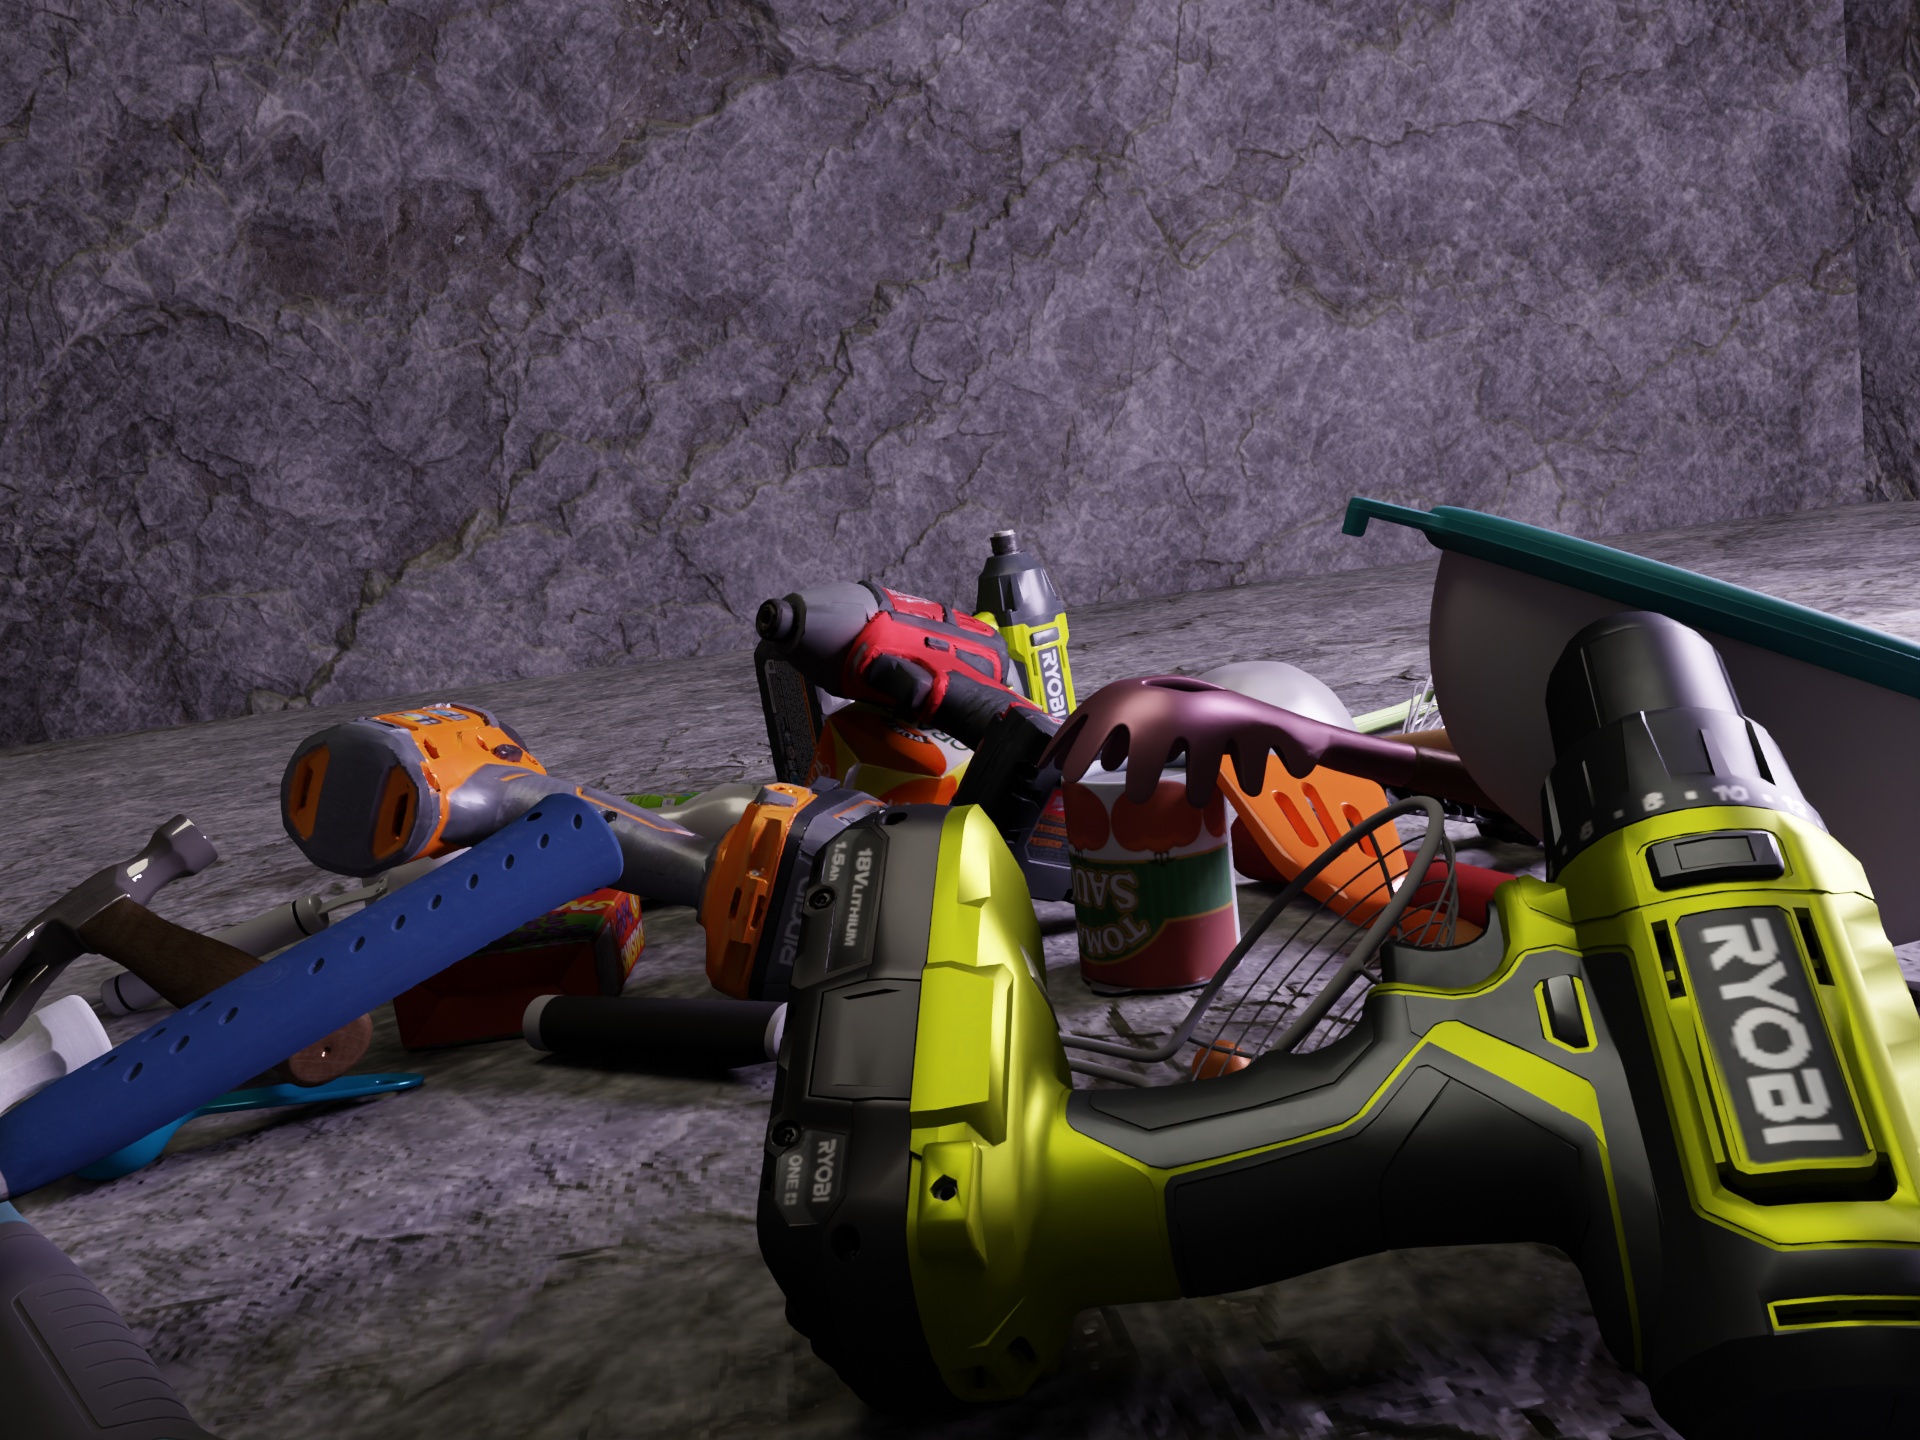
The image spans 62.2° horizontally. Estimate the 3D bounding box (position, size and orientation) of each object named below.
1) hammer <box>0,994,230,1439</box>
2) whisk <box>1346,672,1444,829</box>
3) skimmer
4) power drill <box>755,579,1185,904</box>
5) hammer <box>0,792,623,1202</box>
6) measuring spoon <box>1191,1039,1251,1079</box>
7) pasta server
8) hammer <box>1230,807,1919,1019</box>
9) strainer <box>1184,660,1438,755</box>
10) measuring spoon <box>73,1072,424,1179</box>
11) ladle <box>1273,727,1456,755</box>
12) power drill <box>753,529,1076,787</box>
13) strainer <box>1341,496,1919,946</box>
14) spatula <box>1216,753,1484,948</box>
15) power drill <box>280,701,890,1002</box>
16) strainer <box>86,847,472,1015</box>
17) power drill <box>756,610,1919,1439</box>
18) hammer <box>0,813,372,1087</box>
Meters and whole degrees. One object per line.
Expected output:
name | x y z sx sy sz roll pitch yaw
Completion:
hammer | -0.251 0.146 0.417 0.128 0.033 0.331 -30 24 -36
whisk | 0.256 0.020 0.908 0.058 0.059 0.246 -16 6 33
skimmer | -0.017 0.082 0.528 0.363 0.090 0.127 -4 26 30
power drill | -0.001 -0.002 0.762 0.143 0.078 0.220 14 18 -39
hammer | -0.245 0.118 0.386 0.144 0.035 0.405 2 24 41
measuring spoon | 0.123 0.110 0.490 0.117 0.011 0.021 0 10 40
pasta server | 0.174 0.028 0.554 0.316 0.040 0.060 12 4 -24
hammer | 0.205 0.074 0.593 0.149 0.036 0.359 -10 9 -24
strainer | 0.238 -0.013 1.078 0.256 0.069 0.151 -14 10 -31
measuring spoon | -0.260 0.147 0.577 0.128 0.021 0.042 -1 3 -35
ladle | 0.165 0.014 0.836 0.320 0.062 0.078 -11 -3 40
power drill | -0.021 -0.030 1.083 0.223 0.171 0.080 -16 11 -35
strainer | 0.267 0.033 0.437 0.210 0.095 0.341 9 15 -41
spatula | 0.167 0.067 0.484 0.081 0.041 0.323 11 9 -17
power drill | -0.148 0.046 0.683 0.226 0.084 0.164 15 6 3
strainer | -0.310 0.090 0.775 0.258 0.050 0.087 -23 20 -5
power drill | 0.082 0.063 0.355 0.228 0.080 0.191 -8 47 14
hammer | -0.339 0.108 0.690 0.331 0.031 0.130 6 40 48
